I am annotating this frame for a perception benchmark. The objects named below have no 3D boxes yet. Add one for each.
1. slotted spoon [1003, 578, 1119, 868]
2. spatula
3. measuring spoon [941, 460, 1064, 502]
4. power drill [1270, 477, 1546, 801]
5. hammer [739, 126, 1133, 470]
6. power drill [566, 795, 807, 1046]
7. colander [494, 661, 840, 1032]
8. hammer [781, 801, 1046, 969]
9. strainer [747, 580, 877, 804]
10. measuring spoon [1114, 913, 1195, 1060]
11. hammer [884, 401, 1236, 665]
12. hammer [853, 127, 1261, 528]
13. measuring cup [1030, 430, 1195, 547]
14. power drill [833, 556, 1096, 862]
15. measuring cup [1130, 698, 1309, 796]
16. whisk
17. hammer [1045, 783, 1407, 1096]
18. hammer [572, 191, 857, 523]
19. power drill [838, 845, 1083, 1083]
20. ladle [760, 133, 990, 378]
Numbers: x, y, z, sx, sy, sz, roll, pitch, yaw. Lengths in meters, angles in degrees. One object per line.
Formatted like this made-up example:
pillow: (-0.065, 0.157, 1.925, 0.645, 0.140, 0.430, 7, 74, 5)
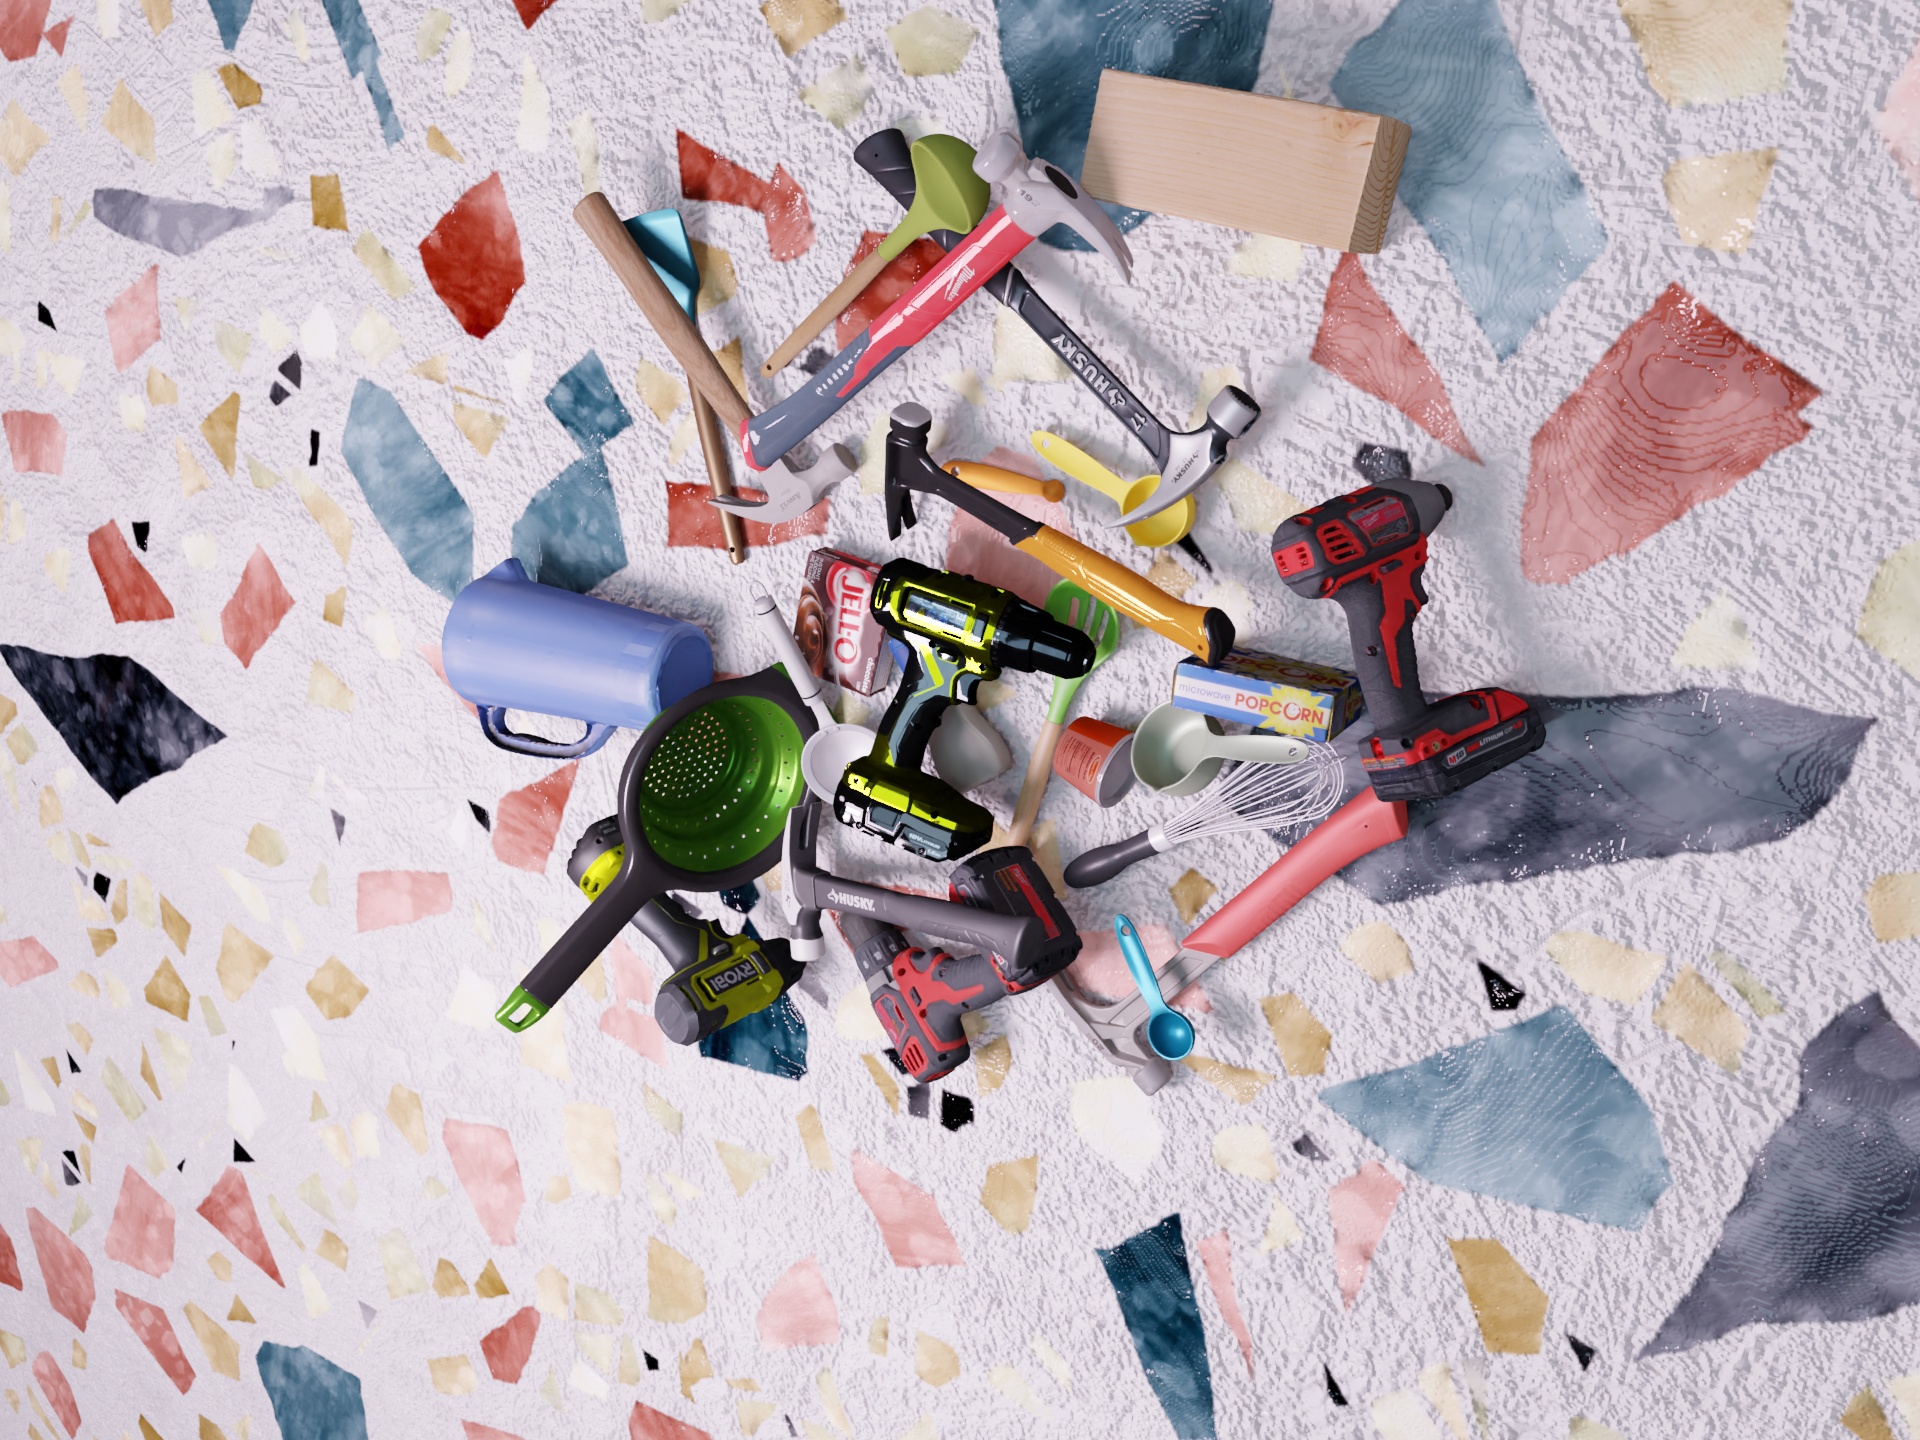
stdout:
slotted spoon: (0.072, 0.021, 1.357, 0.070, 0.031, 0.313, 26, 116, 22)
spatula: (-0.244, -0.296, 1.443, 0.082, 0.044, 0.317, -9, 100, 23)
measuring spoon: (0.033, -0.200, 1.329, 0.117, 0.011, 0.021, 16, 110, 26)
power drill: (0.322, -0.063, 1.135, 0.219, 0.143, 0.078, 67, 159, -2)
hammer: (-0.041, -0.297, 1.258, 0.143, 0.038, 0.386, 35, 136, -25)
power drill: (-0.255, 0.185, 1.513, 0.223, 0.171, 0.080, 49, 132, 18)
colander: (-0.284, 0.106, 1.431, 0.397, 0.204, 0.095, -49, 41, -11)
hammer: (-0.050, 0.156, 1.359, 0.335, 0.035, 0.146, 5, 101, 50)
strainer: (-0.126, -0.017, 1.412, 0.087, 0.050, 0.258, -18, 119, 14)
measuring spoon: (0.162, 0.220, 1.326, 0.042, 0.021, 0.129, -29, 79, 35)
hammer: (0.071, -0.131, 1.263, 0.337, 0.034, 0.127, 33, 141, 26)
hammer: (0.051, -0.324, 1.256, 0.409, 0.036, 0.149, 49, 120, 16)
measuring cup: (0.122, -0.192, 1.275, 0.157, 0.029, 0.062, 37, 115, 24)
power drill: (-0.002, -0.004, 1.321, 0.191, 0.080, 0.228, 21, 103, 19)
measuring cup: (0.207, 0.025, 1.232, 0.168, 0.038, 0.083, 3, 73, 46)
whisk: (0.189, 0.083, 1.289, 0.284, 0.070, 0.070, -29, 88, 37)
hammer: (0.220, 0.159, 1.303, 0.149, 0.036, 0.359, 49, 121, 10)
hammer: (-0.235, -0.318, 1.404, 0.130, 0.031, 0.331, -34, 94, 25)
power drill: (-0.015, 0.197, 1.409, 0.226, 0.080, 0.188, -46, 67, 40)
ladle: (-0.084, -0.362, 1.295, 0.320, 0.062, 0.078, -31, 95, 45)
